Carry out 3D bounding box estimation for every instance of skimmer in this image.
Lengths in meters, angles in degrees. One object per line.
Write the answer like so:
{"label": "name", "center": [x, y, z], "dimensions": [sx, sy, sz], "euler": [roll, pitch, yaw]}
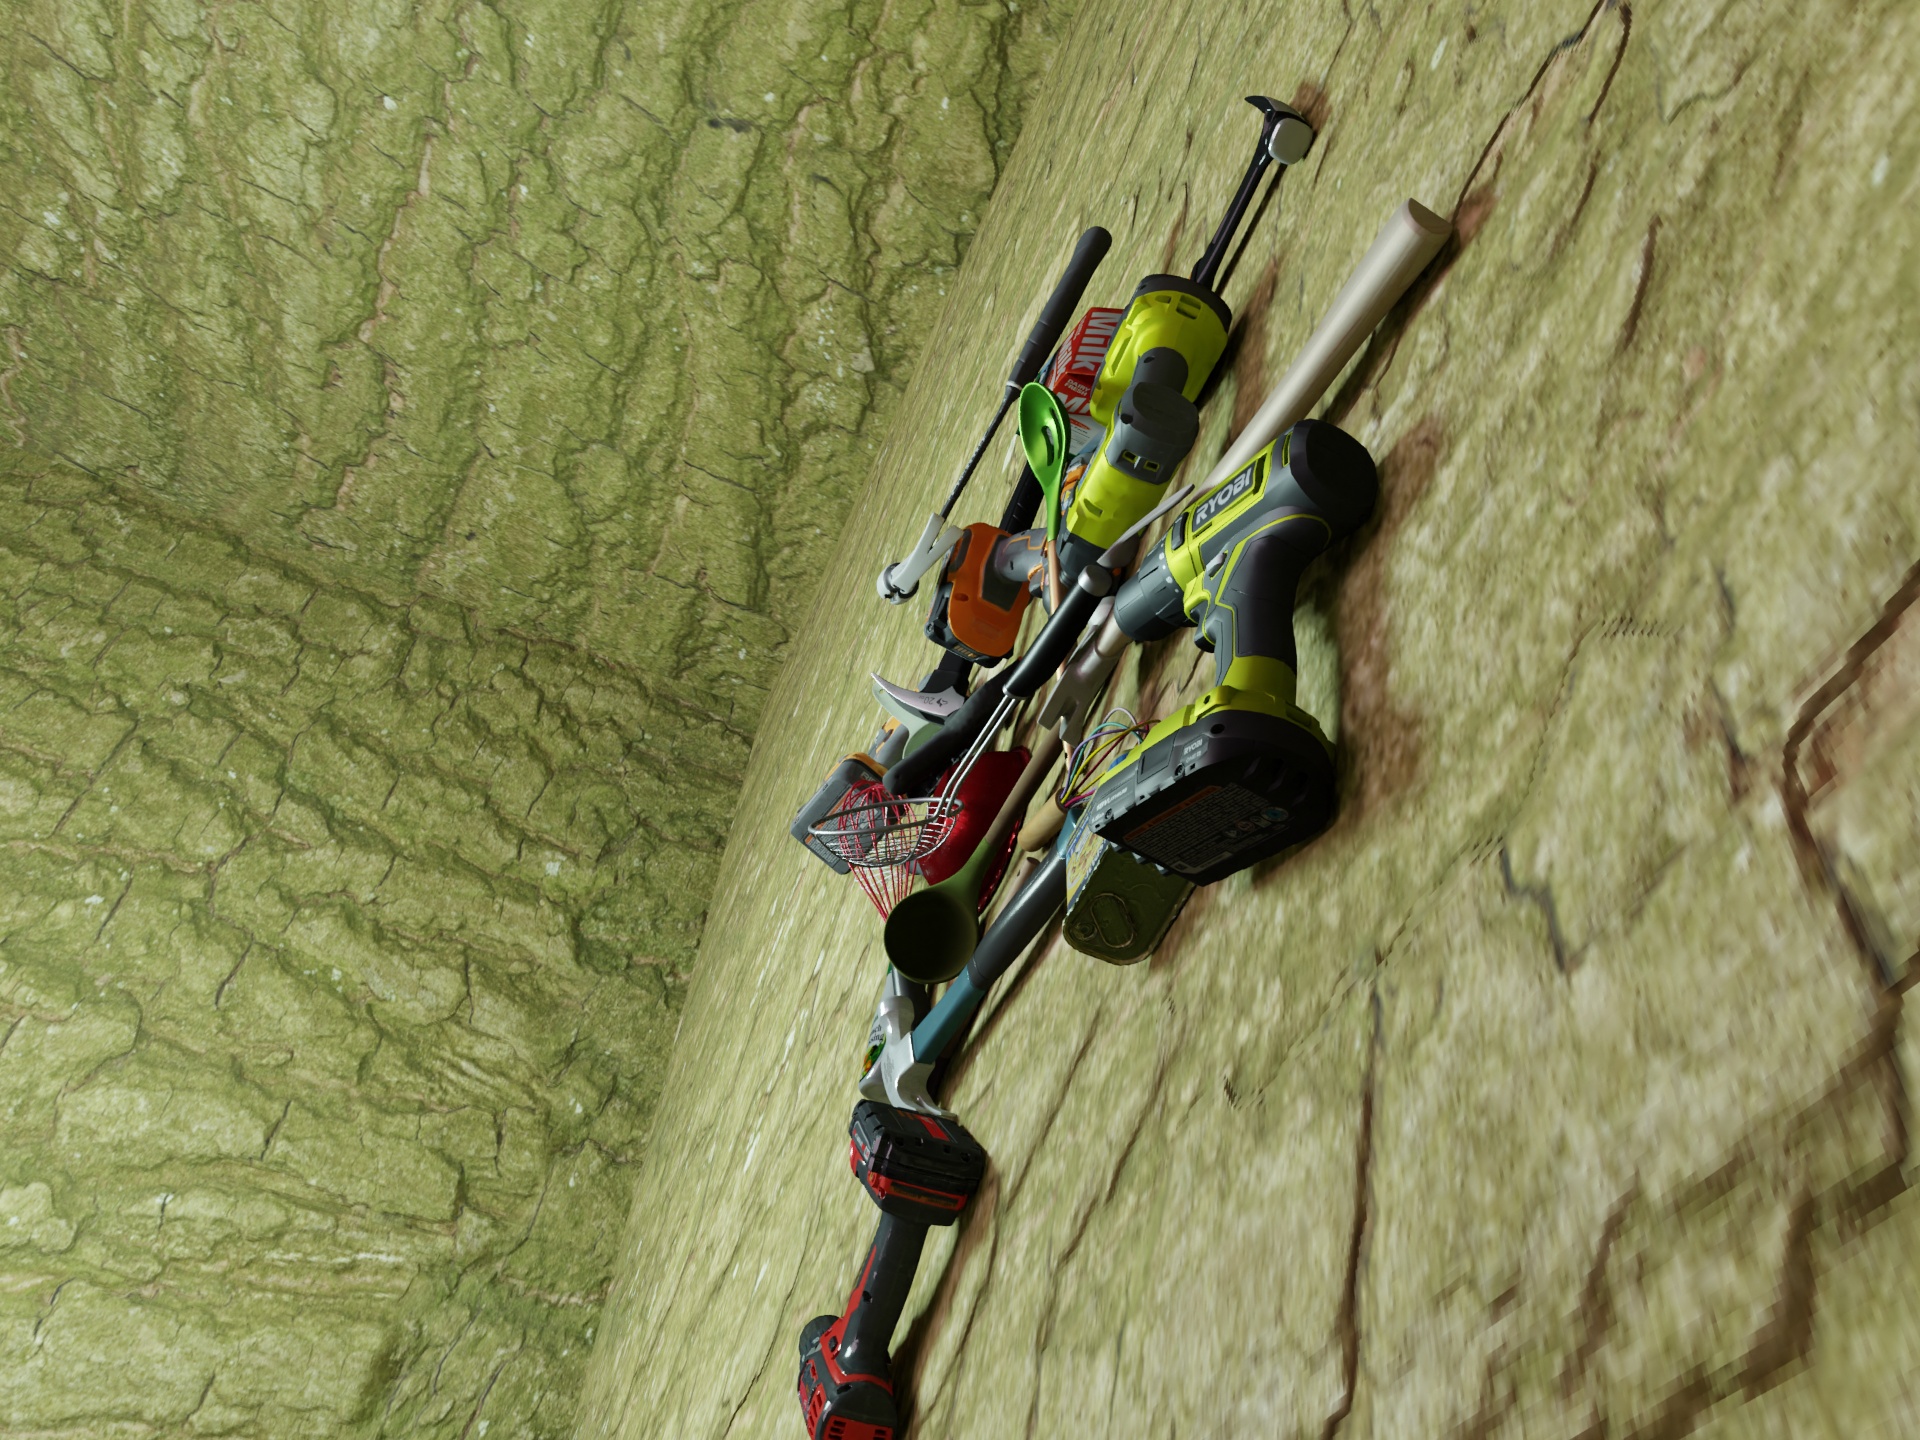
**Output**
{"label": "skimmer", "center": [-0.002, -0.004, 1.206], "dimensions": [0.090, 0.127, 0.363], "euler": [53, 133, 23]}

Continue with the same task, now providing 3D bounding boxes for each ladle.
{"label": "ladle", "center": [0.035, 0.079, 1.254], "dimensions": [0.320, 0.078, 0.062], "euler": [-59, -7, 23]}

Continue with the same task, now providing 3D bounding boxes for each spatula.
{"label": "spatula", "center": [-0.004, 0.240, 1.251], "dimensions": [0.060, 0.018, 0.315], "euler": [-102, 33, -64]}

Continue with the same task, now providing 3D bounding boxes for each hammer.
{"label": "hammer", "center": [0.019, 0.177, 1.166], "dimensions": [0.331, 0.033, 0.128], "euler": [-57, 30, 37]}
{"label": "hammer", "center": [0.029, -0.144, 1.560], "dimensions": [0.035, 0.146, 0.335], "euler": [51, -125, -50]}
{"label": "hammer", "center": [0.167, -0.144, 0.995], "dimensions": [0.410, 0.038, 0.146], "euler": [-56, 3, 44]}
{"label": "hammer", "center": [0.186, -0.342, 1.306], "dimensions": [0.127, 0.034, 0.336], "euler": [-91, 24, -59]}
{"label": "hammer", "center": [0.043, -0.293, 1.453], "dimensions": [0.409, 0.036, 0.149], "euler": [-62, 10, -19]}

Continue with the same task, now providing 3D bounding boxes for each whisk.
{"label": "whisk", "center": [-0.058, 0.170, 1.393], "dimensions": [0.073, 0.073, 0.296], "euler": [120, 147, -41]}
{"label": "whisk", "center": [-0.056, 0.142, 1.587], "dimensions": [0.284, 0.070, 0.070], "euler": [-13, 58, 71]}
{"label": "whisk", "center": [0.087, 0.049, 1.117], "dimensions": [0.047, 0.051, 0.245], "euler": [-52, -1, -26]}

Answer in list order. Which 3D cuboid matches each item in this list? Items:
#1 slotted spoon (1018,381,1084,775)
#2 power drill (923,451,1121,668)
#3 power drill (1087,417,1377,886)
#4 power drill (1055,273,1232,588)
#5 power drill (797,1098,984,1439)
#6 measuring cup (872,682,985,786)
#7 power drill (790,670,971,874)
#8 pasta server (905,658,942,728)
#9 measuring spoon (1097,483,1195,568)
{"label": "slotted spoon", "center": [0.076, -0.112, 1.221], "dimensions": [0.070, 0.031, 0.314], "euler": [146, 123, -64]}
{"label": "power drill", "center": [0.059, -0.117, 1.345], "dimensions": [0.226, 0.084, 0.164], "euler": [-23, 47, 57]}
{"label": "power drill", "center": [0.136, -0.033, 0.863], "dimensions": [0.190, 0.080, 0.229], "euler": [-38, 31, 50]}
{"label": "power drill", "center": [0.128, -0.212, 1.168], "dimensions": [0.171, 0.080, 0.223], "euler": [117, 175, -46]}
{"label": "power drill", "center": [-0.064, 0.394, 1.139], "dimensions": [0.188, 0.080, 0.227], "euler": [176, 111, -78]}
{"label": "measuring cup", "center": [-0.036, 0.014, 1.537], "dimensions": [0.083, 0.038, 0.168], "euler": [-39, 45, -7]}
{"label": "power drill", "center": [-0.087, 0.061, 1.628], "dimensions": [0.185, 0.084, 0.226], "euler": [-48, 3, 38]}
{"label": "pasta server", "center": [-0.025, -0.052, 1.694], "dimensions": [0.316, 0.060, 0.040], "euler": [-55, 34, 37]}
{"label": "measuring spoon", "center": [0.126, -0.125, 1.040], "dimensions": [0.034, 0.018, 0.124], "euler": [-46, 5, -24]}
